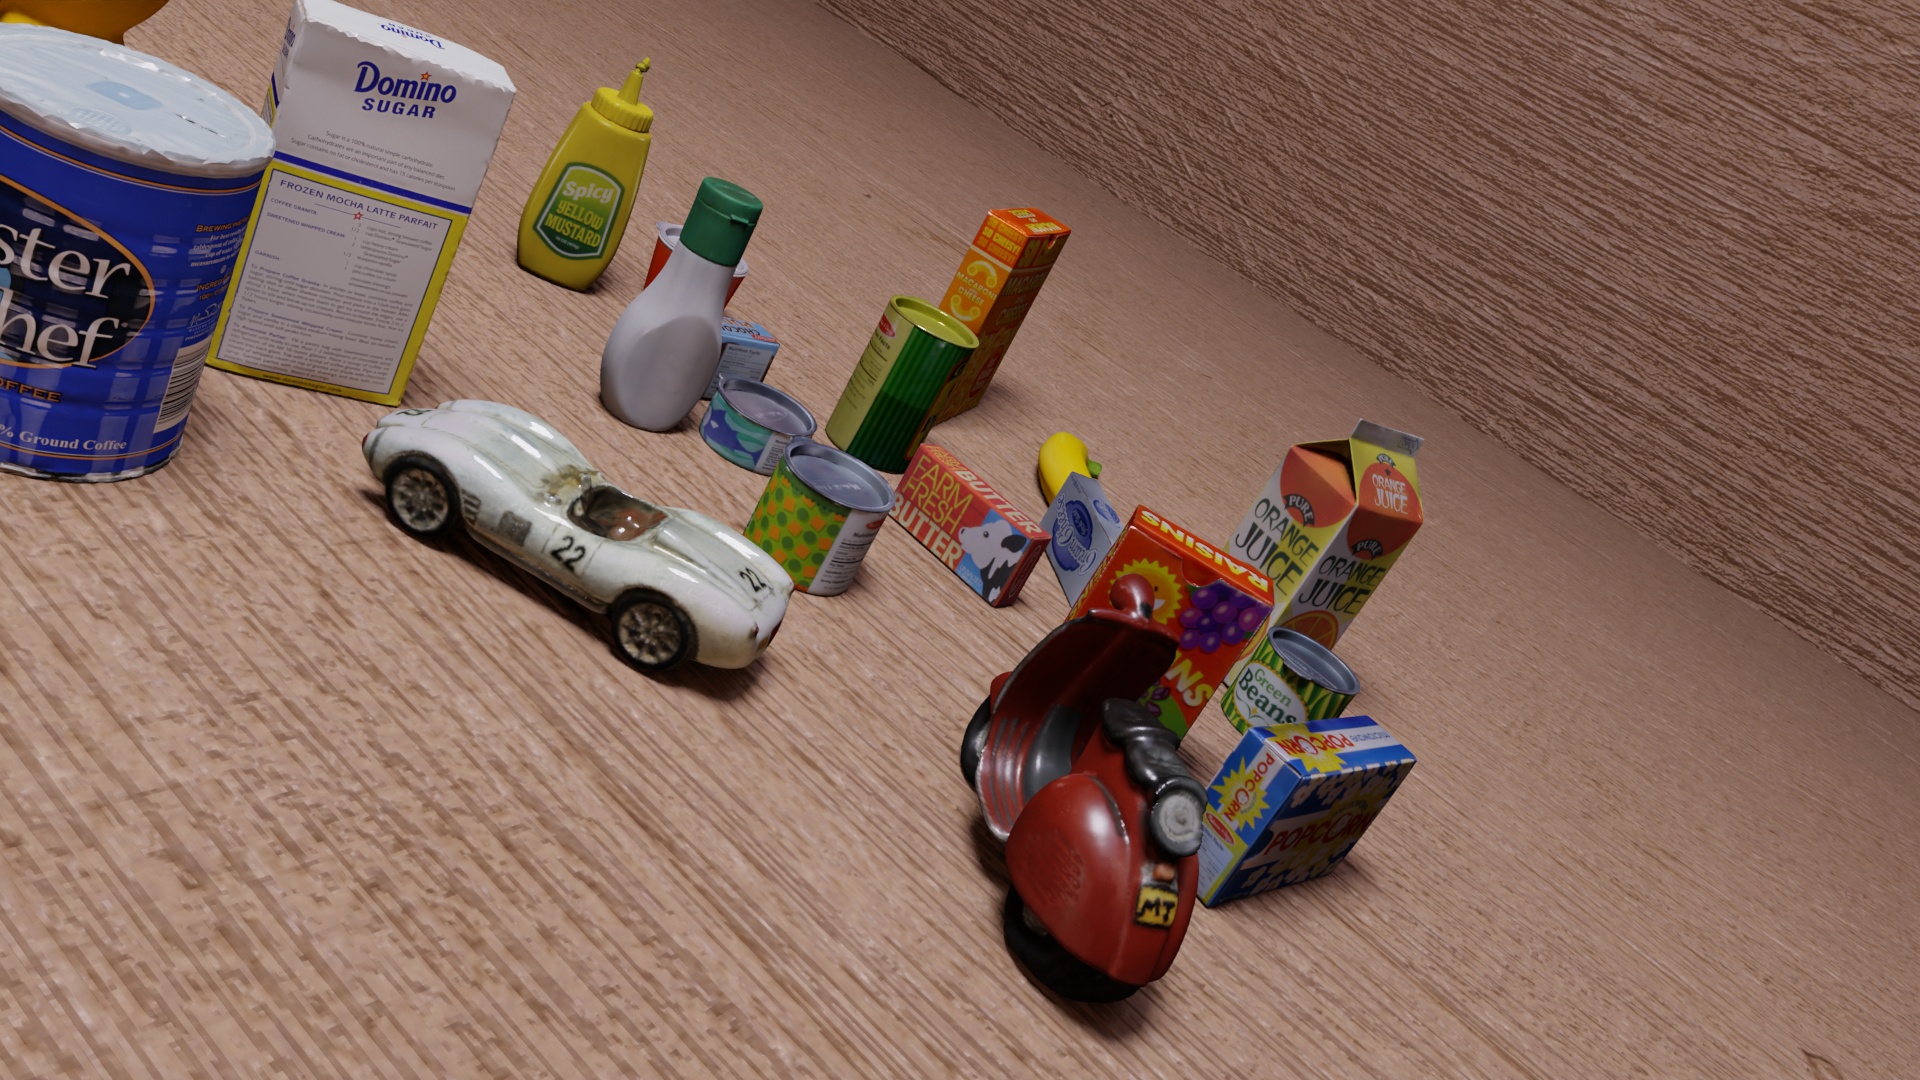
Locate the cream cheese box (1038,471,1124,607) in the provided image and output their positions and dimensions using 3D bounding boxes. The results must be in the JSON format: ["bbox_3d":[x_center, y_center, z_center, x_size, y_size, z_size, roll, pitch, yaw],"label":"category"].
[{"bbox_3d":[0.084,0.001,0.929,0.024,0.053,0.104,21,24,-22],"label":"cream cheese box"}]

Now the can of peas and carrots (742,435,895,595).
[{"bbox_3d":[-0.079,-0.014,0.754,0.071,0.058,0.071,25,22,-11],"label":"can of peas and carrots"}]

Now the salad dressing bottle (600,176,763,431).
[{"bbox_3d":[-0.159,-0.135,0.799,0.064,0.147,0.044,11,29,-40],"label":"salad dressing bottle"}]

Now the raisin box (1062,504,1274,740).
[{"bbox_3d":[0.098,0.055,0.740,0.086,0.123,0.040,31,21,2],"label":"raisin box"}]

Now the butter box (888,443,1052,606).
[{"bbox_3d":[0.003,-0.011,0.857,0.104,0.053,0.024,41,24,26],"label":"butter box"}]

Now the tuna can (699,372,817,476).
[{"bbox_3d":[-0.127,-0.072,0.855,0.071,0.032,0.071,25,22,-11],"label":"tuna can"}]

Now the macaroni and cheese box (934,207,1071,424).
[{"bbox_3d":[0.018,-0.174,1.076,0.040,0.165,0.124,33,22,9],"label":"macaroni and cheese box"}]

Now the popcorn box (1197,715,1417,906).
[{"bbox_3d":[0.169,0.135,0.705,0.127,0.085,0.038,4,33,-48],"label":"popcorn box"}]

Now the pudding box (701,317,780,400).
[{"bbox_3d":[-0.162,-0.118,0.889,0.084,0.049,0.030,3,34,-49],"label":"pudding box"}]

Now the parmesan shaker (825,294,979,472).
[{"bbox_3d":[-0.041,-0.106,0.942,0.071,0.102,0.071,25,22,-11],"label":"parmesan shaker"}]

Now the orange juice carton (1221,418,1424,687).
[{"bbox_3d":[0.230,0.006,0.915,0.072,0.192,0.073,12,27,-37],"label":"orange juice carton"}]

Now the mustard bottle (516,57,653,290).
[{"bbox_3d":[-0.242,-0.246,0.920,0.065,0.159,0.049,20,23,-23],"label":"mustard bottle"}]

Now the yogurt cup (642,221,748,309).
[{"bbox_3d":[-0.192,-0.185,0.991,0.072,0.053,0.073,25,22,-11],"label":"yogurt cup"}]

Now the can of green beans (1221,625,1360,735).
[{"bbox_3d":[0.206,0.096,0.870,0.071,0.057,0.071,25,22,-11],"label":"can of green beans"}]
